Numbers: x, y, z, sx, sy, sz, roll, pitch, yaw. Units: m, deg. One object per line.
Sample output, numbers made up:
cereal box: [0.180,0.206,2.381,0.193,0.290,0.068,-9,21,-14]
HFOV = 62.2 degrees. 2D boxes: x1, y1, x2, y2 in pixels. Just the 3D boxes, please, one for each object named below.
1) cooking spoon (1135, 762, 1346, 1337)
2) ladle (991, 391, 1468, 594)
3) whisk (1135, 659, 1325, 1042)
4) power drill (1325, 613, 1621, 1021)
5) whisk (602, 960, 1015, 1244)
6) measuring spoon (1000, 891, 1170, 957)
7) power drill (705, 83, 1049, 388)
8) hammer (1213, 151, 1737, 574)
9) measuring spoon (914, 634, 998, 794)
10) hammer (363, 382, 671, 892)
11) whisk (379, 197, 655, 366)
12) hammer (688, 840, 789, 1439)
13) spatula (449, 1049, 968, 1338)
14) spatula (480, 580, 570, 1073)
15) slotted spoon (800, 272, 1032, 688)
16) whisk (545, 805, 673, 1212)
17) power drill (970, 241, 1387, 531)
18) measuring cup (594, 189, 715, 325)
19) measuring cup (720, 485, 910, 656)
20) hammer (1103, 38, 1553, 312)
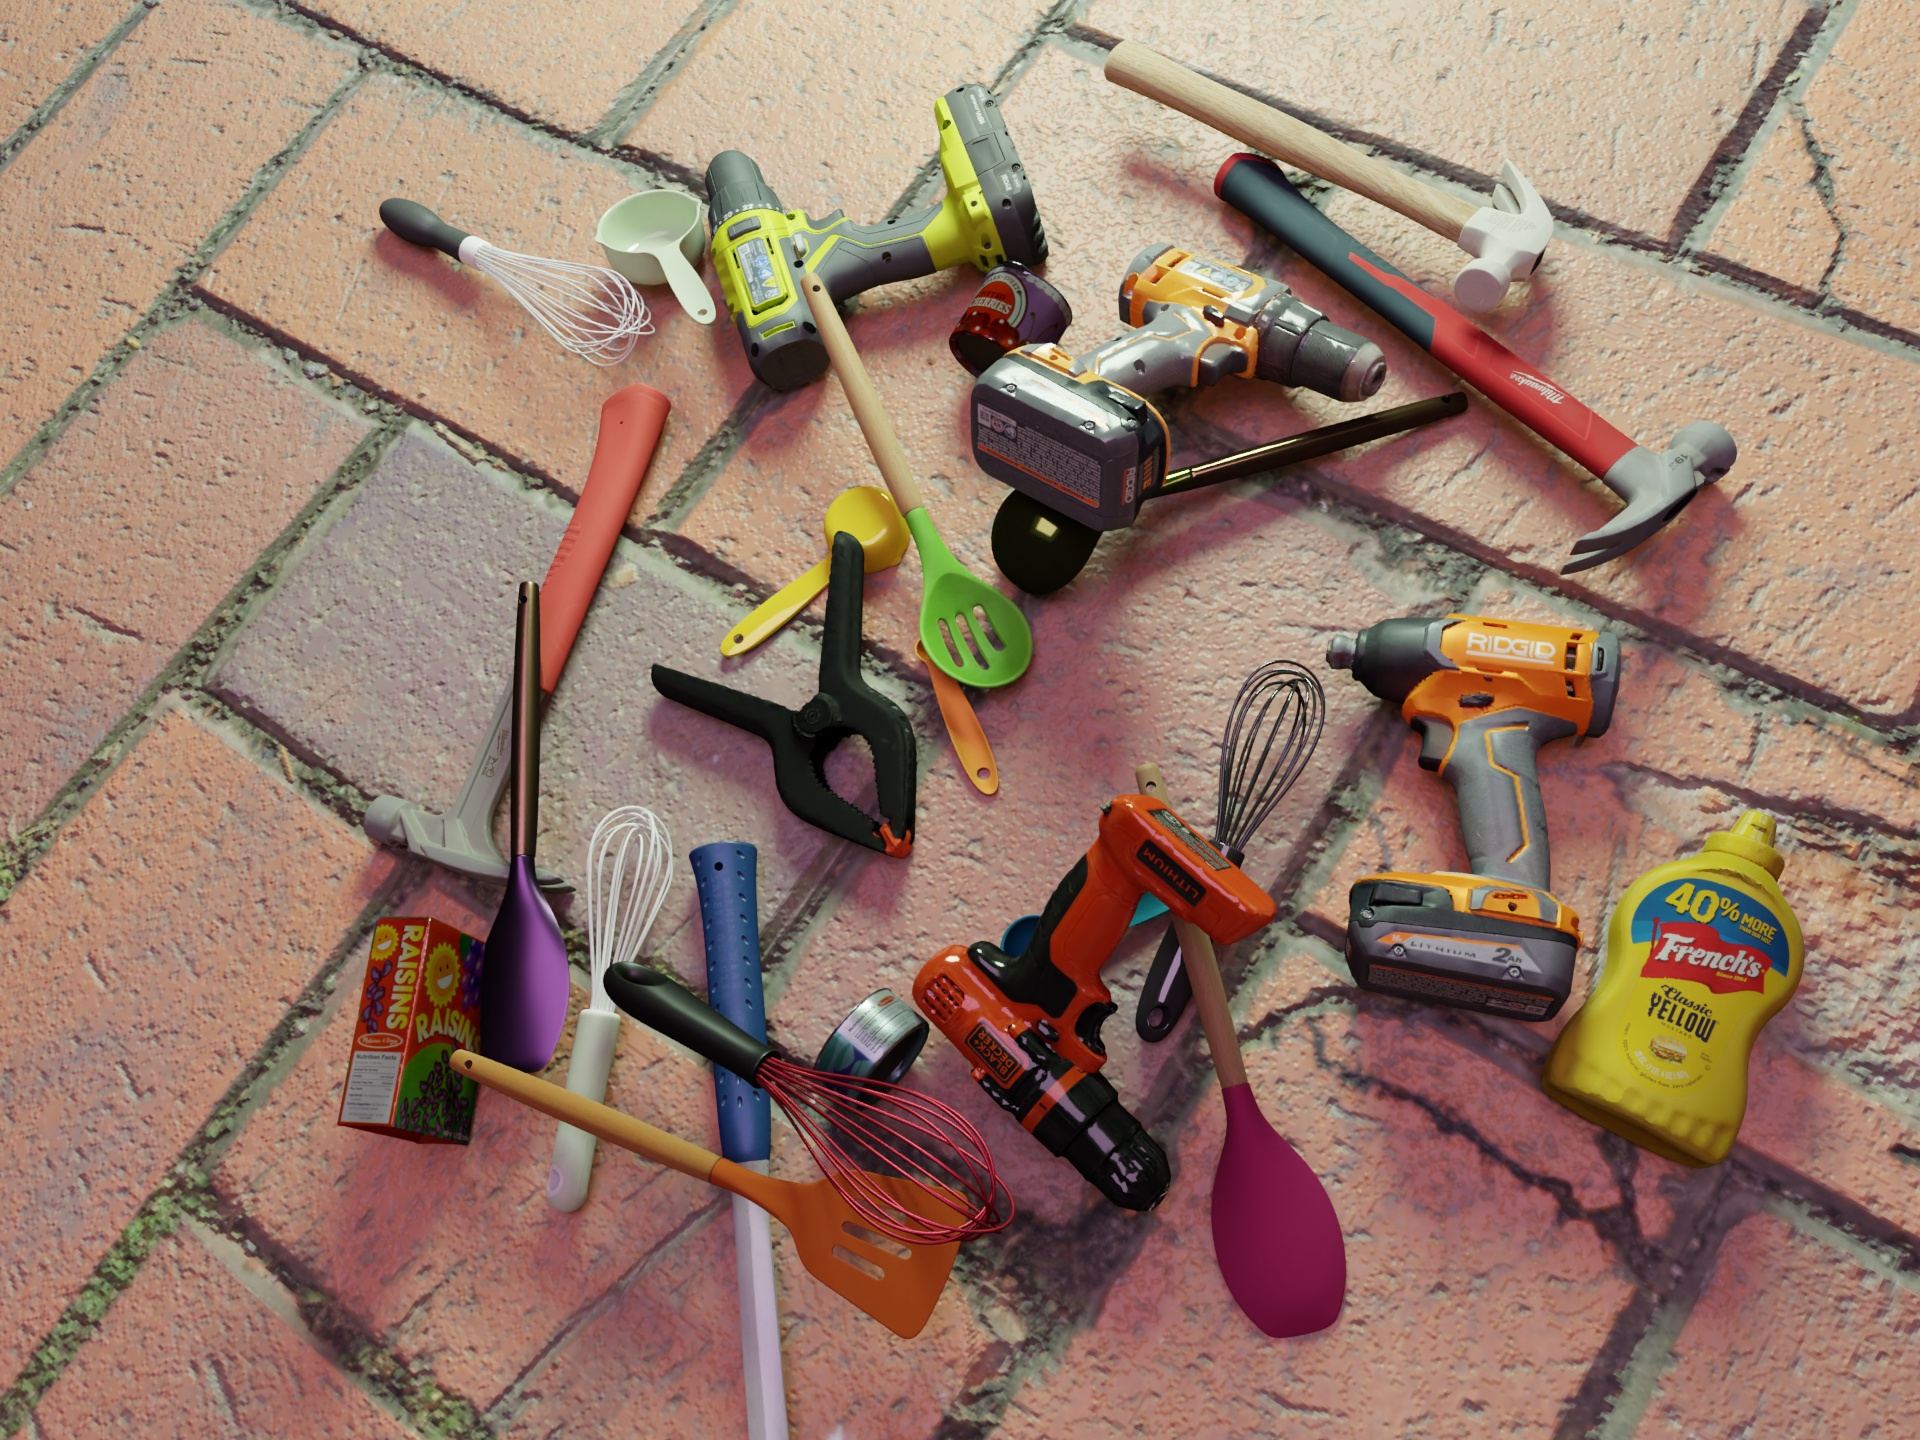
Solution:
cooking spoon: [0.144,0.177,0.881,0.069,0.017,0.319,-16,77,6]
ladle: [0.173,-0.156,1.028,0.320,0.062,0.078,-16,57,-3]
whisk: [0.152,0.075,0.927,0.055,0.055,0.239,21,81,18]
power drill: [0.279,0.042,0.904,0.164,0.084,0.227,9,67,15]
whisk: [-0.092,0.199,0.868,0.296,0.073,0.073,24,75,31]
measuring spoon: [0.083,0.121,0.946,0.128,0.021,0.042,-22,78,-8]
power drill: [-0.069,-0.358,1.130,0.228,0.080,0.191,-21,67,5]
hammer: [0.295,-0.246,1.021,0.143,0.038,0.387,-33,63,-22]
measuring spoon: [-0.002,-0.003,1.013,0.021,0.011,0.117,-22,70,-4]
hammer: [-0.265,-0.065,1.072,0.149,0.036,0.359,14,72,16]
whisk: [-0.340,-0.338,1.186,0.285,0.070,0.070,29,77,24]
hammer: [-0.116,0.265,0.913,0.144,0.035,0.406,-11,67,7]
spatula: [-0.155,0.247,0.897,0.323,0.041,0.081,16,72,21]
spatula: [-0.271,0.060,0.995,0.060,0.018,0.316,-9,72,13]
slotted spoon: [-0.038,-0.158,1.038,0.070,0.031,0.314,-21,78,-17]
whisk: [-0.217,0.172,0.968,0.058,0.059,0.246,-10,66,47]
power drill: [0.139,-0.209,0.995,0.185,0.084,0.226,31,55,27]
measuring cup: [-0.206,-0.321,1.145,0.083,0.038,0.168,-24,55,-10]
measuring cup: [-0.101,-0.098,1.056,0.156,0.029,0.062,-40,67,-8]
hammer: [0.242,-0.383,1.072,0.331,0.031,0.130,34,55,19]
